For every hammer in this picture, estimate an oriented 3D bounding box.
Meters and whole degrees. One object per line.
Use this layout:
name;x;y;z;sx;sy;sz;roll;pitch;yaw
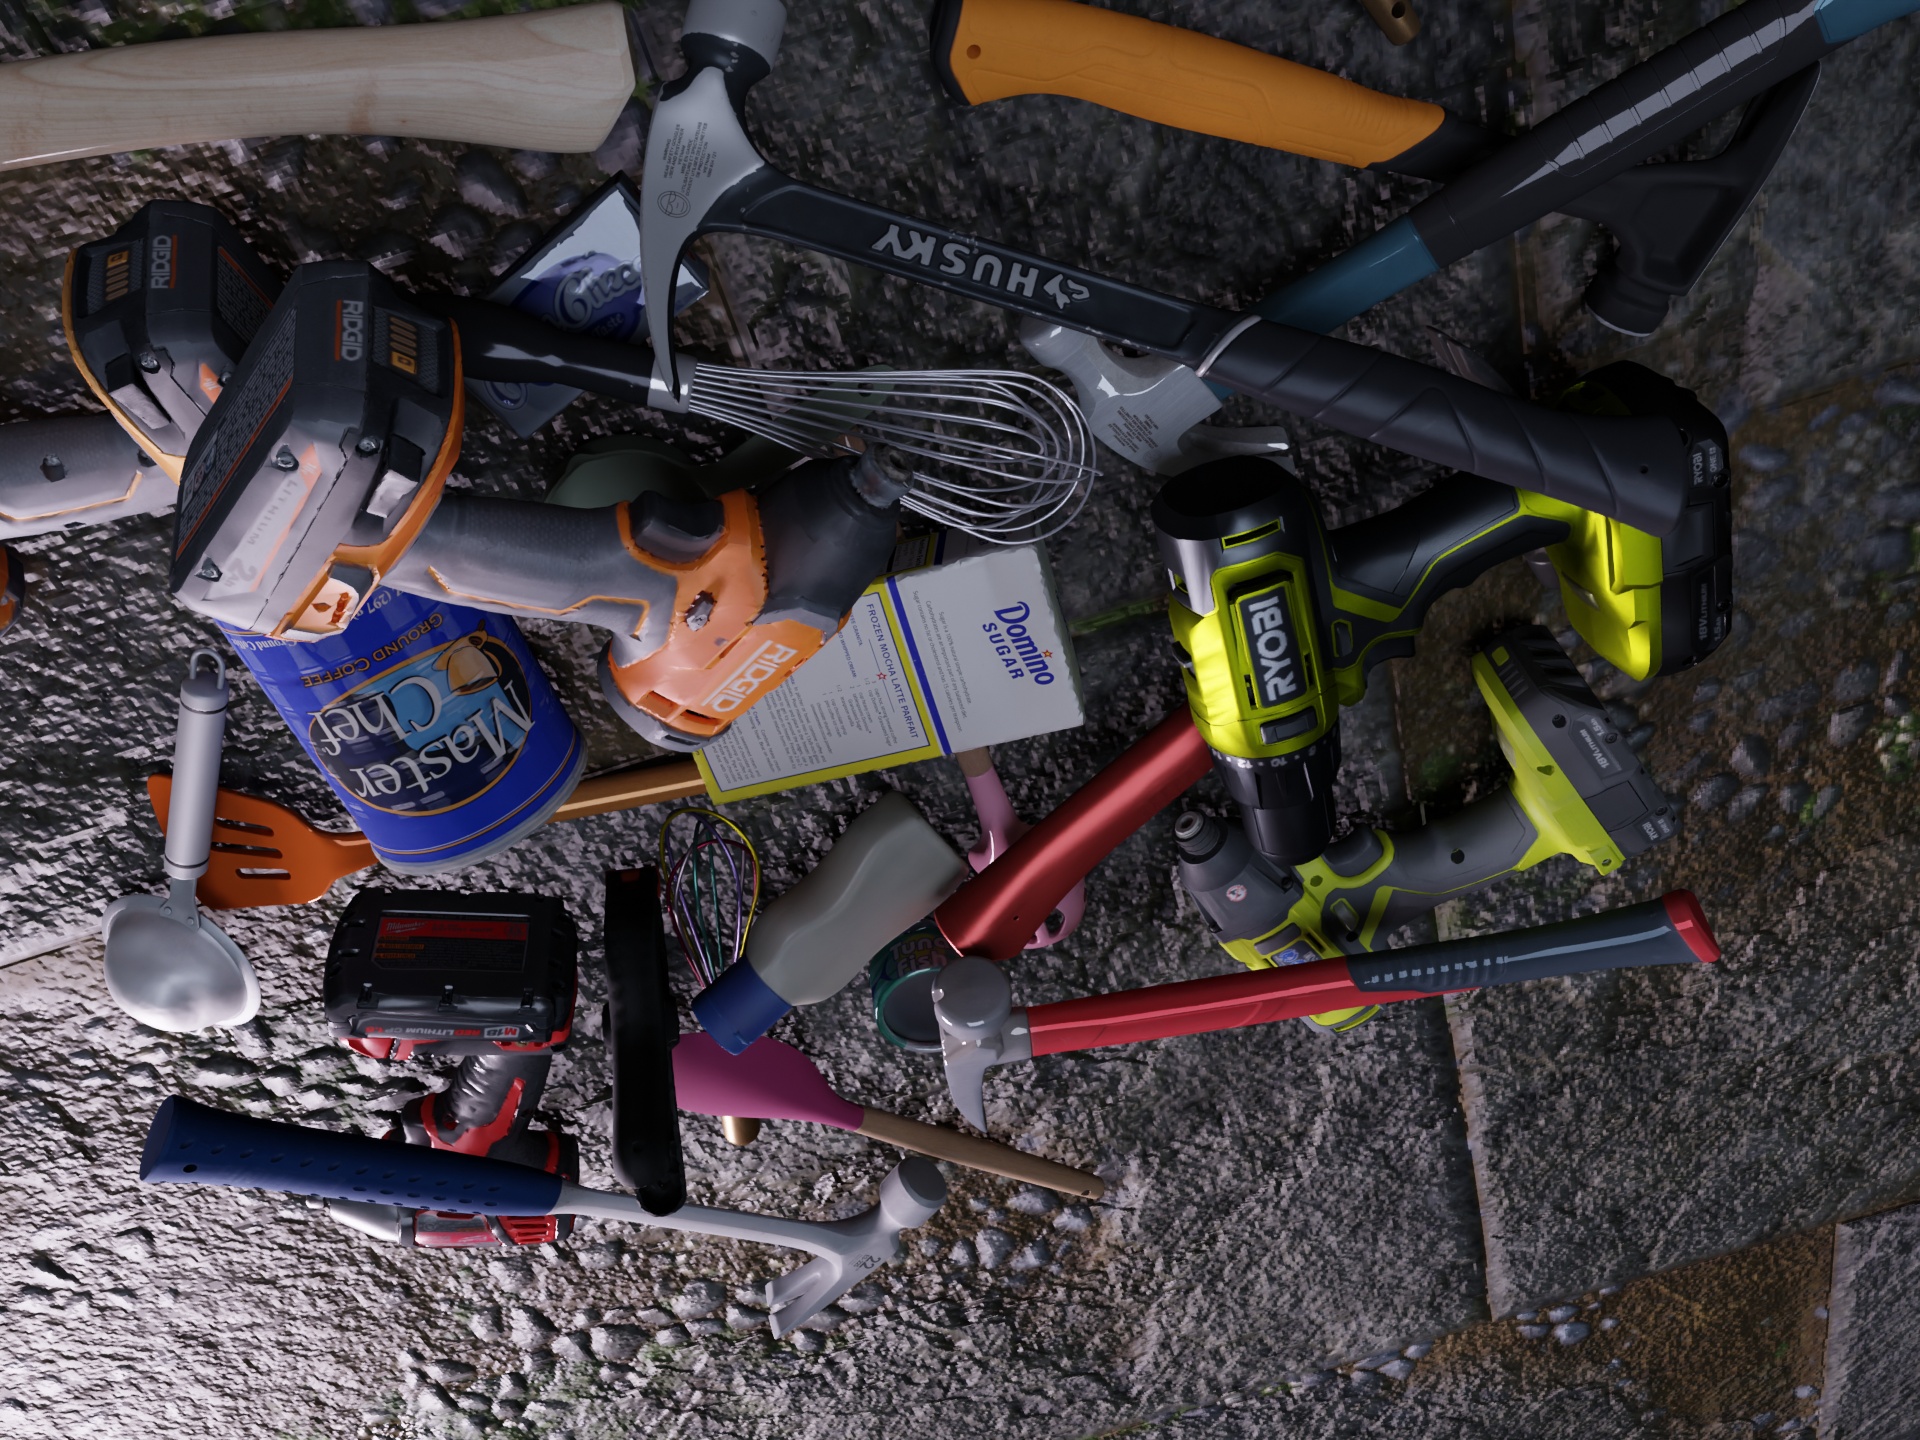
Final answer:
hammer;-0.204;0.251;0.820;0.405;0.035;0.144;21;121;-34
hammer;0.182;0.141;0.802;0.386;0.038;0.143;-8;144;-1
hammer;-0.323;-0.223;0.558;0.410;0.038;0.146;-8;123;-4
hammer;0.079;-0.140;0.591;0.409;0.036;0.149;16;91;-5
hammer;0.154;-0.237;0.615;0.336;0.034;0.127;8;137;-12
hammer;0.192;-0.194;0.615;0.331;0.033;0.128;-27;133;27
hammer;0.126;-0.015;0.746;0.359;0.037;0.149;-40;121;9

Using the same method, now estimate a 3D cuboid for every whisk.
whisk;-0.080;-0.125;0.620;0.284;0.070;0.070;11;122;-10
whisk;-0.122;0.141;0.834;0.047;0.051;0.244;-8;128;-10

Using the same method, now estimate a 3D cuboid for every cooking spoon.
cooking spoon;-0.038;0.231;0.901;0.318;0.017;0.068;25;119;-31

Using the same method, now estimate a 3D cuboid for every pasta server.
pasta server;-0.001;-0.002;0.767;0.060;0.040;0.316;-19;121;4

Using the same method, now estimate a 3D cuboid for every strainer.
strainer;-0.361;0.071;0.736;0.087;0.050;0.258;24;122;1

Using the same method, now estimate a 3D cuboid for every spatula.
spatula;-0.218;0.039;0.761;0.322;0.041;0.081;-11;123;-7

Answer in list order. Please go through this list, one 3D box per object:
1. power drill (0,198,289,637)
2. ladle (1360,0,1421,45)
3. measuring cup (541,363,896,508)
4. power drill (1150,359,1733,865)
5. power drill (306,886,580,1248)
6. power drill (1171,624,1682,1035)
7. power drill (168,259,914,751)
power drill;-0.356;-0.109;0.573;0.226;0.084;0.185;-18;150;5
ladle;0.075;-0.349;0.526;0.078;0.062;0.319;-42;123;11
measuring cup;-0.102;-0.108;0.675;0.167;0.038;0.083;-32;121;1
power drill;0.205;-0.044;0.688;0.228;0.080;0.190;-19;121;-2
power drill;-0.269;0.193;0.827;0.143;0.079;0.219;4;126;-12
power drill;0.230;0.057;0.814;0.223;0.080;0.171;-35;123;18
power drill;-0.135;-0.071;0.562;0.226;0.084;0.164;18;137;-39
